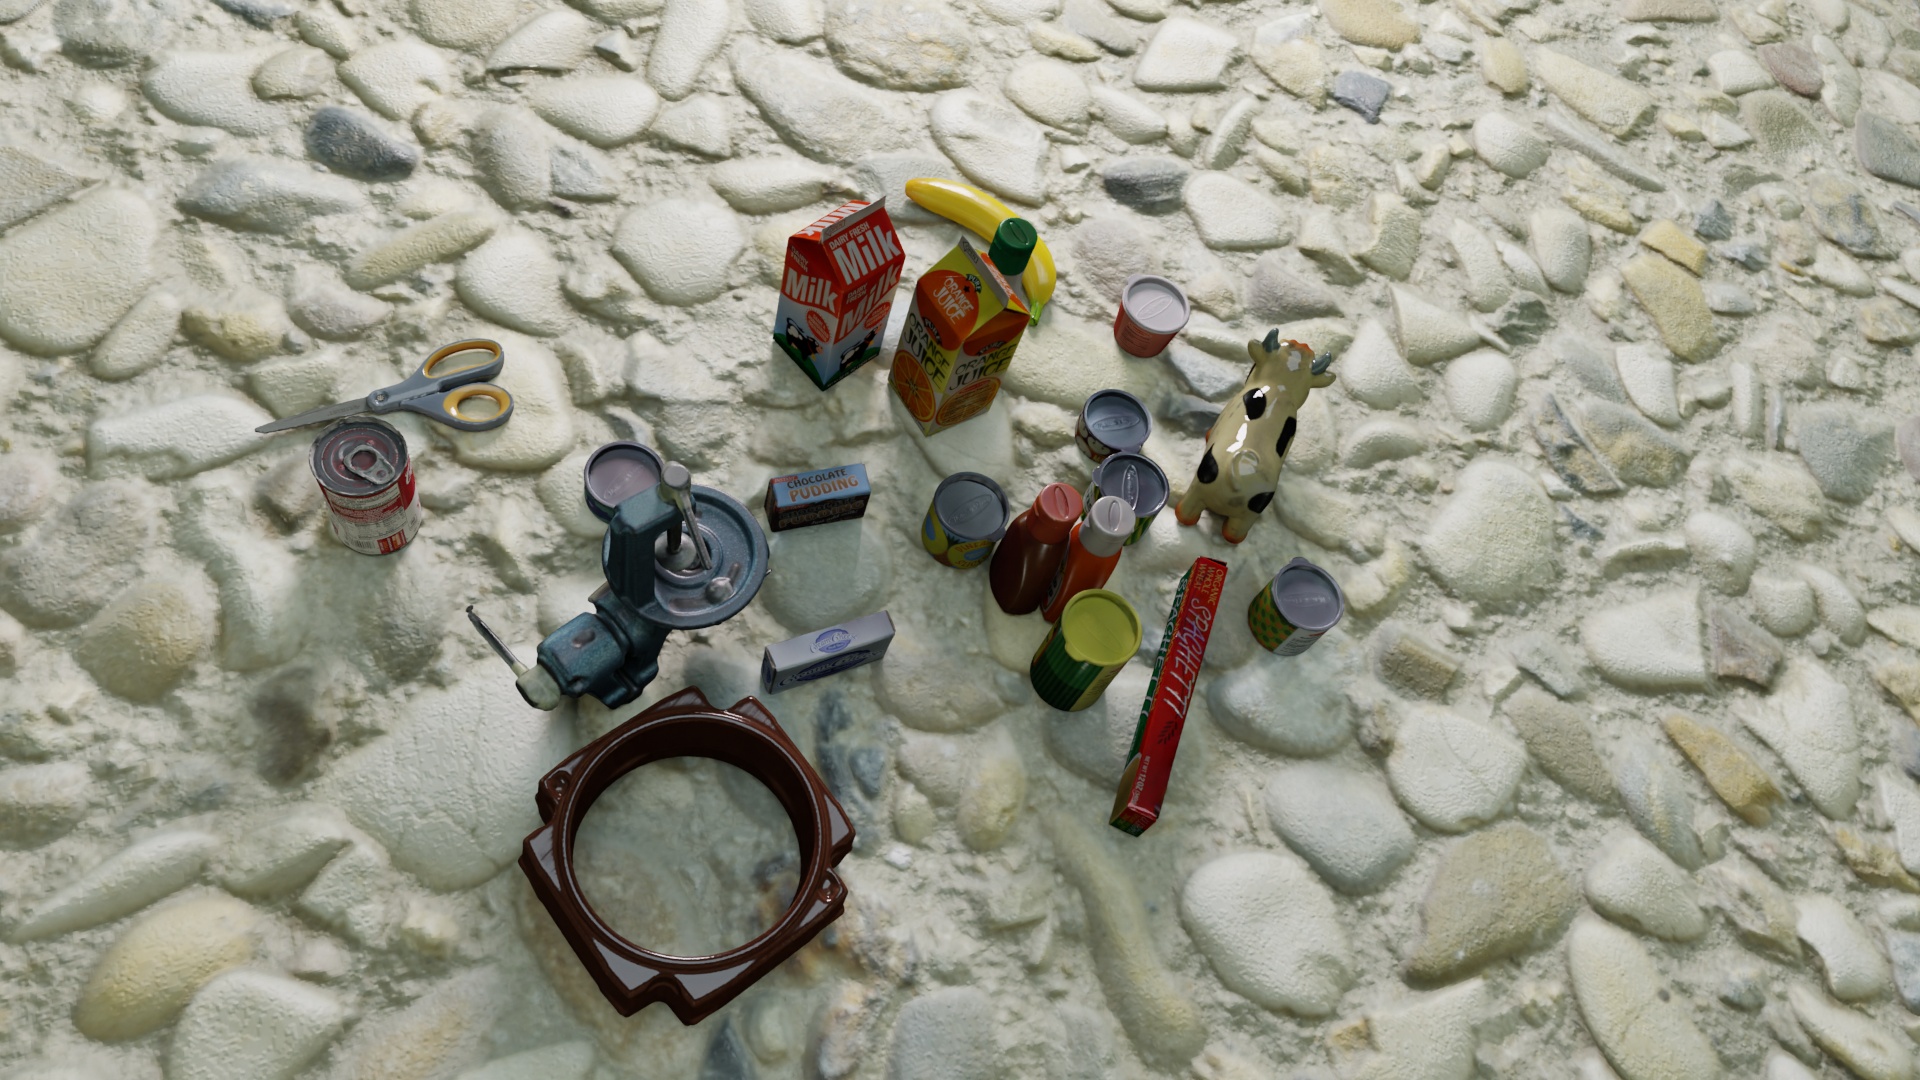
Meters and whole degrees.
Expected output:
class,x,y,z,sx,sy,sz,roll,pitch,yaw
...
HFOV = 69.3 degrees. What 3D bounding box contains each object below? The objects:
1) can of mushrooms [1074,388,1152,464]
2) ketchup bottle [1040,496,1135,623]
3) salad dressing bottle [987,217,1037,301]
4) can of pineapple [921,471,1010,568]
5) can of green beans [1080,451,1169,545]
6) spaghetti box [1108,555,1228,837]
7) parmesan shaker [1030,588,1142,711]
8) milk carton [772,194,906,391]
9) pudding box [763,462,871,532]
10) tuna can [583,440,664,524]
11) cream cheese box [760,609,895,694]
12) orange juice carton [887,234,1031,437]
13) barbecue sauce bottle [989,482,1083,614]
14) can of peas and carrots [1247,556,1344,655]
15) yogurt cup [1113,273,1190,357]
class,x,y,z,sx,sy,sz,roll,pitch,yaw
can of mushrooms,0.142,-0.102,1.285,0.071,0.033,0.071,6,61,-11
ketchup bottle,0.105,0.014,1.144,0.043,0.148,0.065,13,60,-7
salad dressing bottle,0.034,-0.232,1.262,0.044,0.147,0.064,-22,70,-24
can of pineapple,0.004,-0.015,1.188,0.071,0.057,0.071,6,61,-11
can of green beans,0.145,-0.036,1.235,0.071,0.057,0.071,6,61,-11
spaghetti box,0.176,0.124,1.160,0.029,0.050,0.251,23,59,-1
parmesan shaker,0.098,0.092,1.127,0.071,0.102,0.071,6,61,-11
milk carton,-0.104,-0.220,1.195,0.072,0.189,0.073,-37,76,-28
pudding box,-0.120,-0.037,1.173,0.084,0.049,0.030,-10,65,-19
tuna can,-0.275,-0.045,1.148,0.071,0.032,0.071,6,61,-11
cream cheese box,-0.106,0.089,1.105,0.104,0.053,0.024,-16,67,-22
orange juice carton,0.000,-0.177,1.197,0.073,0.191,0.072,-25,71,-25
barbecue sauce bottle,0.062,0.004,1.139,0.044,0.147,0.065,-3,63,-16
can of peas and carrots,0.293,0.059,1.220,0.071,0.058,0.071,6,61,-11
yogurt cup,0.182,-0.214,1.344,0.072,0.053,0.073,6,61,-11
